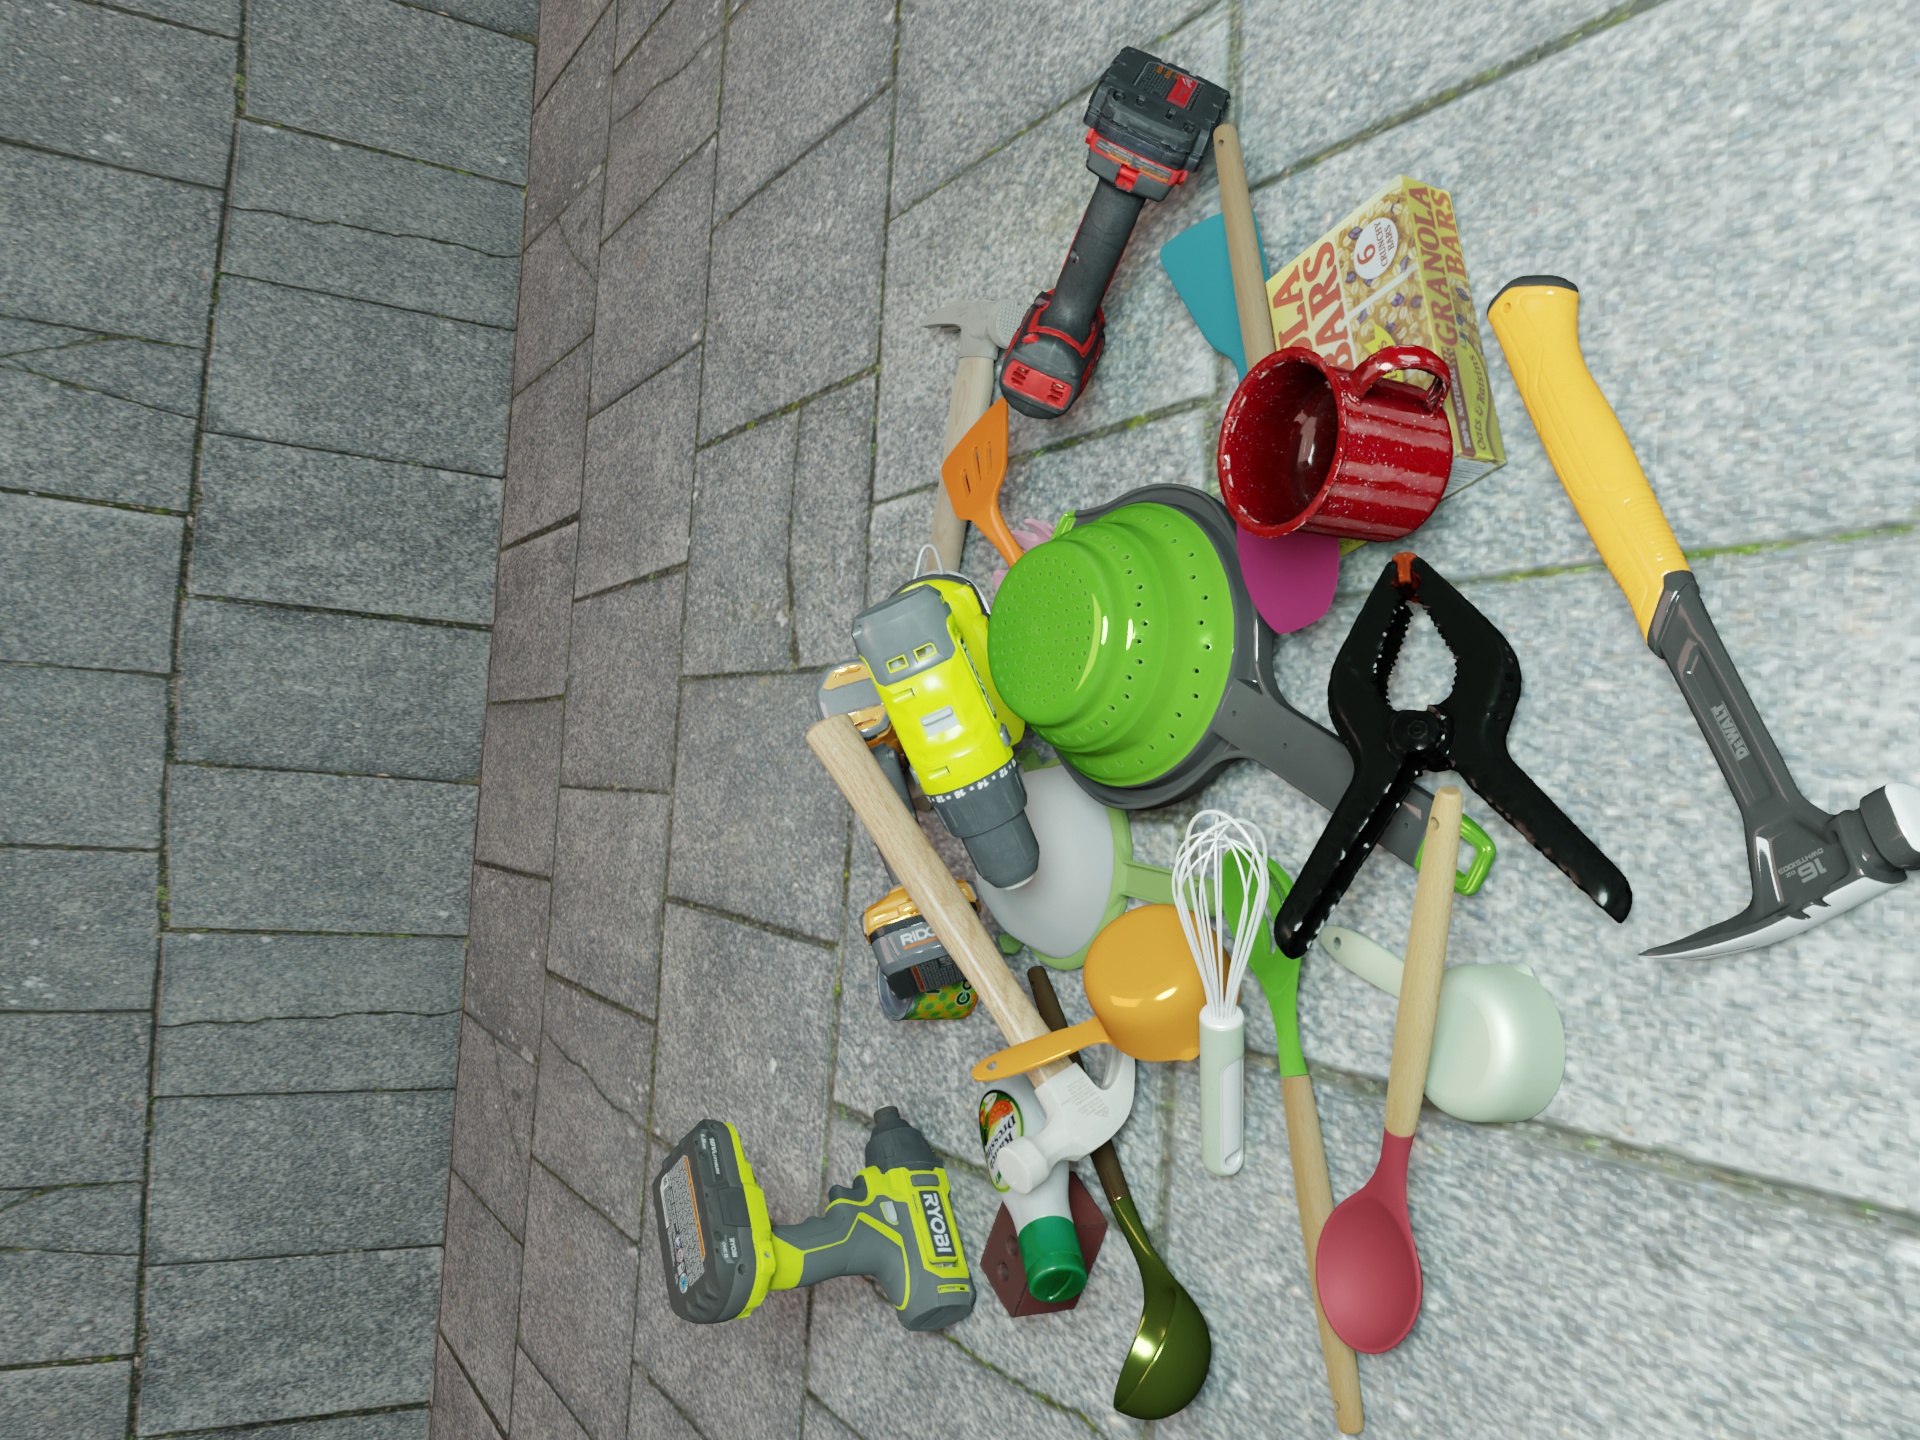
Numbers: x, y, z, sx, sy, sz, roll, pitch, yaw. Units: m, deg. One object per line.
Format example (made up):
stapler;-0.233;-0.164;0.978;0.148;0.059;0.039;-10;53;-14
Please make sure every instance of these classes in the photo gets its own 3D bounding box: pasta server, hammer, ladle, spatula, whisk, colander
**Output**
pasta server;-0.015;-0.048;1.224;0.316;0.040;0.060;-41;62;37
hammer;-0.017;-0.132;1.295;0.146;0.038;0.410;21;104;62
hammer;0.000;0.134;1.040;0.331;0.130;0.031;56;144;15
ladle;0.084;0.287;1.022;0.321;0.062;0.078;-111;35;-43
ladle;0.212;0.173;0.761;0.069;0.031;0.315;36;132;52
hammer;0.302;-0.063;0.710;0.127;0.034;0.337;-47;46;46
spatula;0.062;-0.083;1.099;0.081;0.041;0.323;-44;62;36
spatula;0.164;-0.145;0.963;0.082;0.044;0.317;-9;78;54
whisk;0.145;0.157;0.879;0.059;0.058;0.246;30;133;47
colander;0.126;-0.014;0.905;0.397;0.094;0.204;39;116;47

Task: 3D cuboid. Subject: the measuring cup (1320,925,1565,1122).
measuring cup;0.227;0.142;0.803;0.168;0.038;0.083;32;114;56

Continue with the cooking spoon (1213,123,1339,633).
cooking spoon;0.171;-0.201;0.901;0.069;0.017;0.319;-26;63;49

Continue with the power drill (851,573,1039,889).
power drill;-0.002;-0.003;1.041;0.228;0.080;0.190;-86;-28;-77

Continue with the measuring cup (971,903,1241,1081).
measuring cup;0.078;0.167;0.946;0.095;0.173;0.052;-104;-11;-52

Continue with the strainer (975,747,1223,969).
strainer;0.074;0.099;1.055;0.256;0.069;0.151;7;91;63

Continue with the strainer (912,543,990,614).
strainer;-0.001;-0.003;1.178;0.087;0.050;0.258;-12;97;30

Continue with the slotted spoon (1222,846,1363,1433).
slotted spoon;0.187;0.222;0.876;0.070;0.031;0.314;140;127;-62

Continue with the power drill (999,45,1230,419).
power drill;0.094;-0.319;1.056;0.143;0.078;0.219;-66;1;-53

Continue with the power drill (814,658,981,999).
power drill;-0.047;0.086;1.177;0.185;0.084;0.226;81;171;-70

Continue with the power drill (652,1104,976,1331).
power drill;-0.106;0.363;1.176;0.080;0.223;0.171;-51;43;34
